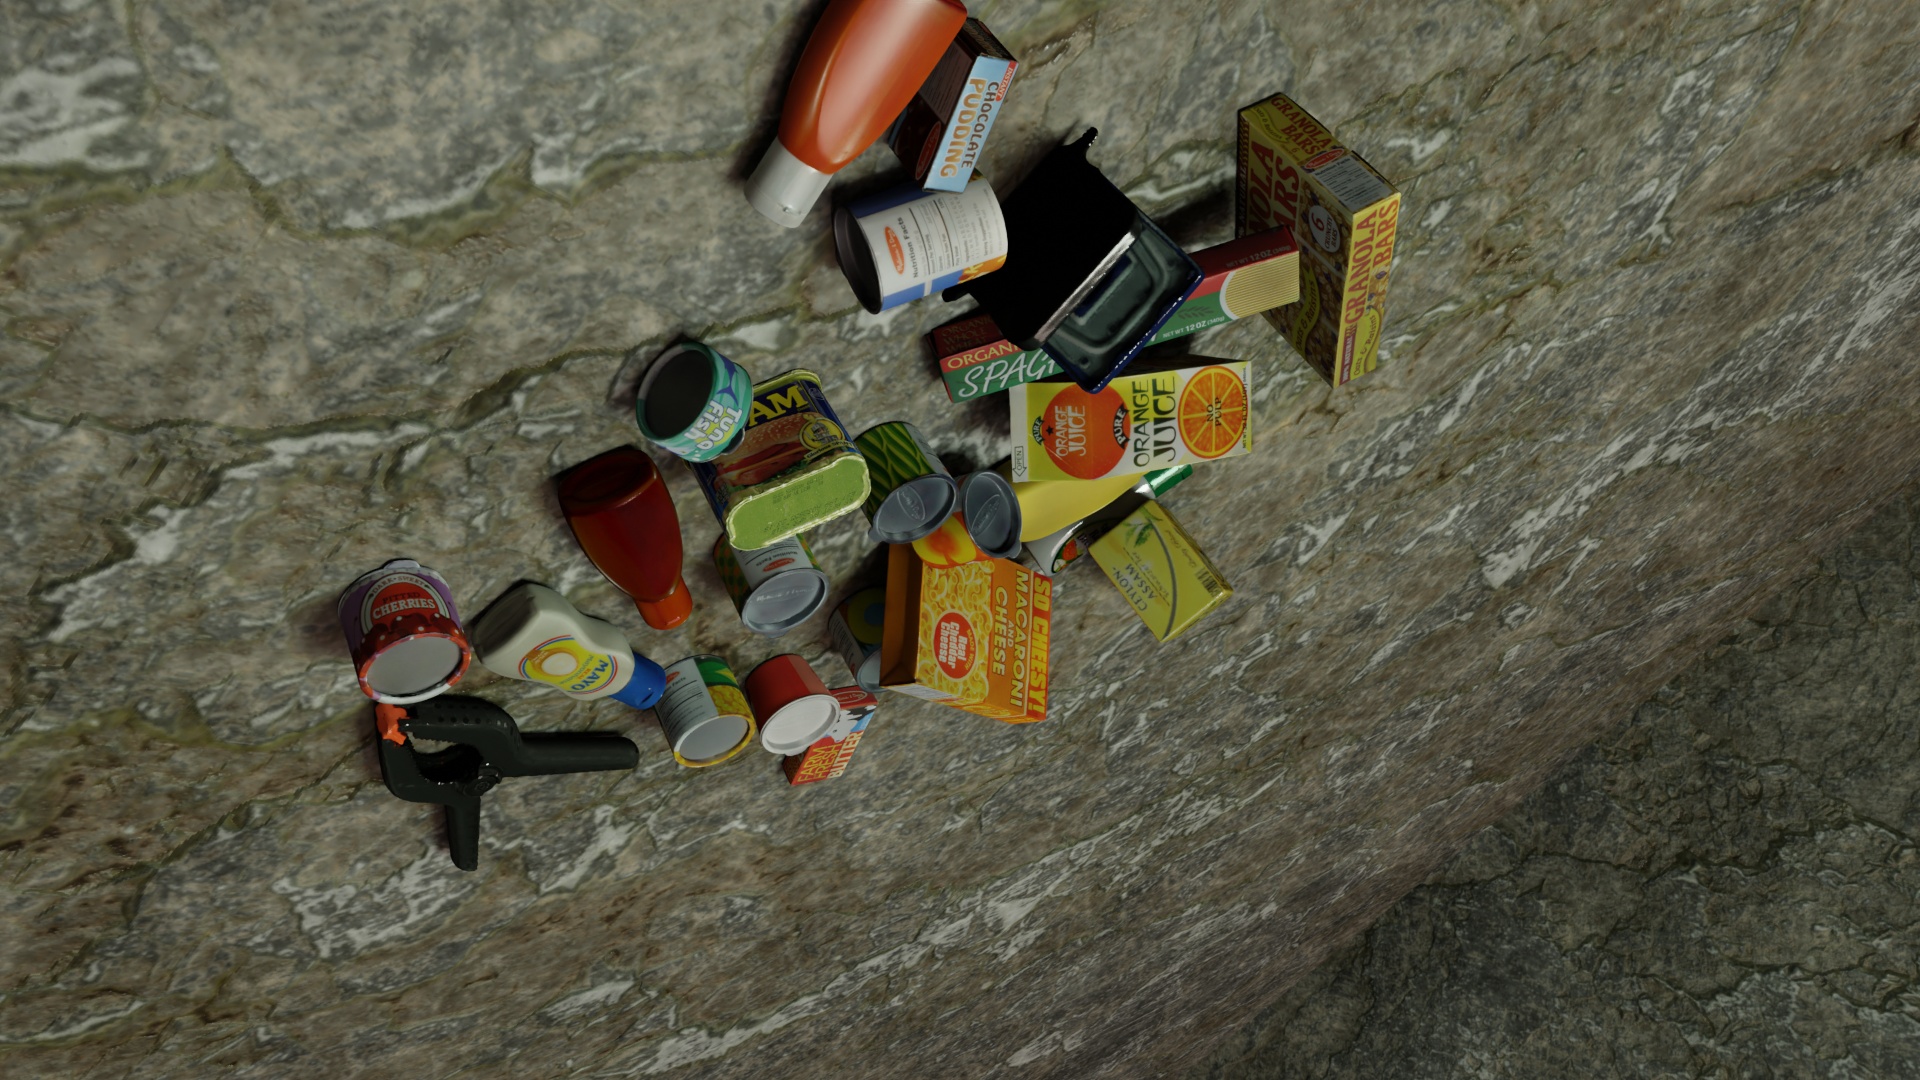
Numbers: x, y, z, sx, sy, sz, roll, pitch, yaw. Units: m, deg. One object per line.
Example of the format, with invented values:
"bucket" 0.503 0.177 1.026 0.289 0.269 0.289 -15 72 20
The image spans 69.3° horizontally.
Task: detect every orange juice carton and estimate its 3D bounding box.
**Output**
"orange juice carton" 0.116 -0.090 1.009 0.193 0.073 0.071 -11 105 -30

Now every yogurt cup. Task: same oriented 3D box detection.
"yogurt cup" -0.137 0.128 1.109 0.072 0.054 0.072 -22 144 -17

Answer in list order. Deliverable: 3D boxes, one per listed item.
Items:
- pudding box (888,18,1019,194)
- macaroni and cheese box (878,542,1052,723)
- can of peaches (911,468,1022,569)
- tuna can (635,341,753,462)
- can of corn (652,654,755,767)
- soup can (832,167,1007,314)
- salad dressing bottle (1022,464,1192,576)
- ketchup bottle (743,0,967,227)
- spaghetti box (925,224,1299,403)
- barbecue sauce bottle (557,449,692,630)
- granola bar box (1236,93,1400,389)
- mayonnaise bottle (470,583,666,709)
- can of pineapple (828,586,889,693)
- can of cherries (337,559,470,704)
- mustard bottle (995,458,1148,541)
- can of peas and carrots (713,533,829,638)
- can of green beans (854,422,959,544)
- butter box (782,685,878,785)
"pudding box" -0.005 -0.240 0.768 0.030 0.050 0.083 -1 134 -36
"macaroni and cheese box" 0.007 0.069 1.091 0.040 0.124 0.166 -10 158 37
"can of peaches" 0.004 -0.013 1.021 0.058 0.071 0.071 -13 162 39
"tuna can" -0.157 -0.081 0.821 0.071 0.071 0.033 -43 144 13
"can of corn" -0.195 0.131 1.062 0.071 0.058 0.070 -21 144 -16
"soup can" -0.025 -0.178 0.818 0.084 0.071 0.071 -23 144 -17
"salad dressing bottle" 0.119 -0.029 1.134 0.147 0.044 0.064 -34 156 1
"ketchup bottle" -0.062 -0.234 0.734 0.065 0.044 0.148 12 125 -46
"spaghetti box" 0.103 -0.150 0.930 0.250 0.029 0.050 -17 145 3
"barbecue sauce bottle" -0.210 0.006 0.909 0.065 0.044 0.147 -25 146 -12
"granola bar box" 0.239 -0.202 0.948 0.039 0.124 0.164 -28 145 -9
"mayonnaise bottle" -0.262 0.080 0.958 0.064 0.041 0.148 -41 145 7
"can of pineapple" -0.063 0.078 1.105 0.071 0.058 0.070 -22 144 -17
"can of cherries" -0.340 0.056 0.850 0.072 0.058 0.071 -22 145 -16
"mustard bottle" 0.098 -0.053 1.084 0.161 0.049 0.065 -23 138 -16
"can of peas and carrots" -0.134 0.025 0.980 0.071 0.059 0.070 -22 145 -16
"can of green beans" -0.043 -0.041 0.975 0.071 0.058 0.071 -22 144 -17
"butter box" -0.114 0.170 1.206 0.053 0.024 0.103 -4 136 -37
